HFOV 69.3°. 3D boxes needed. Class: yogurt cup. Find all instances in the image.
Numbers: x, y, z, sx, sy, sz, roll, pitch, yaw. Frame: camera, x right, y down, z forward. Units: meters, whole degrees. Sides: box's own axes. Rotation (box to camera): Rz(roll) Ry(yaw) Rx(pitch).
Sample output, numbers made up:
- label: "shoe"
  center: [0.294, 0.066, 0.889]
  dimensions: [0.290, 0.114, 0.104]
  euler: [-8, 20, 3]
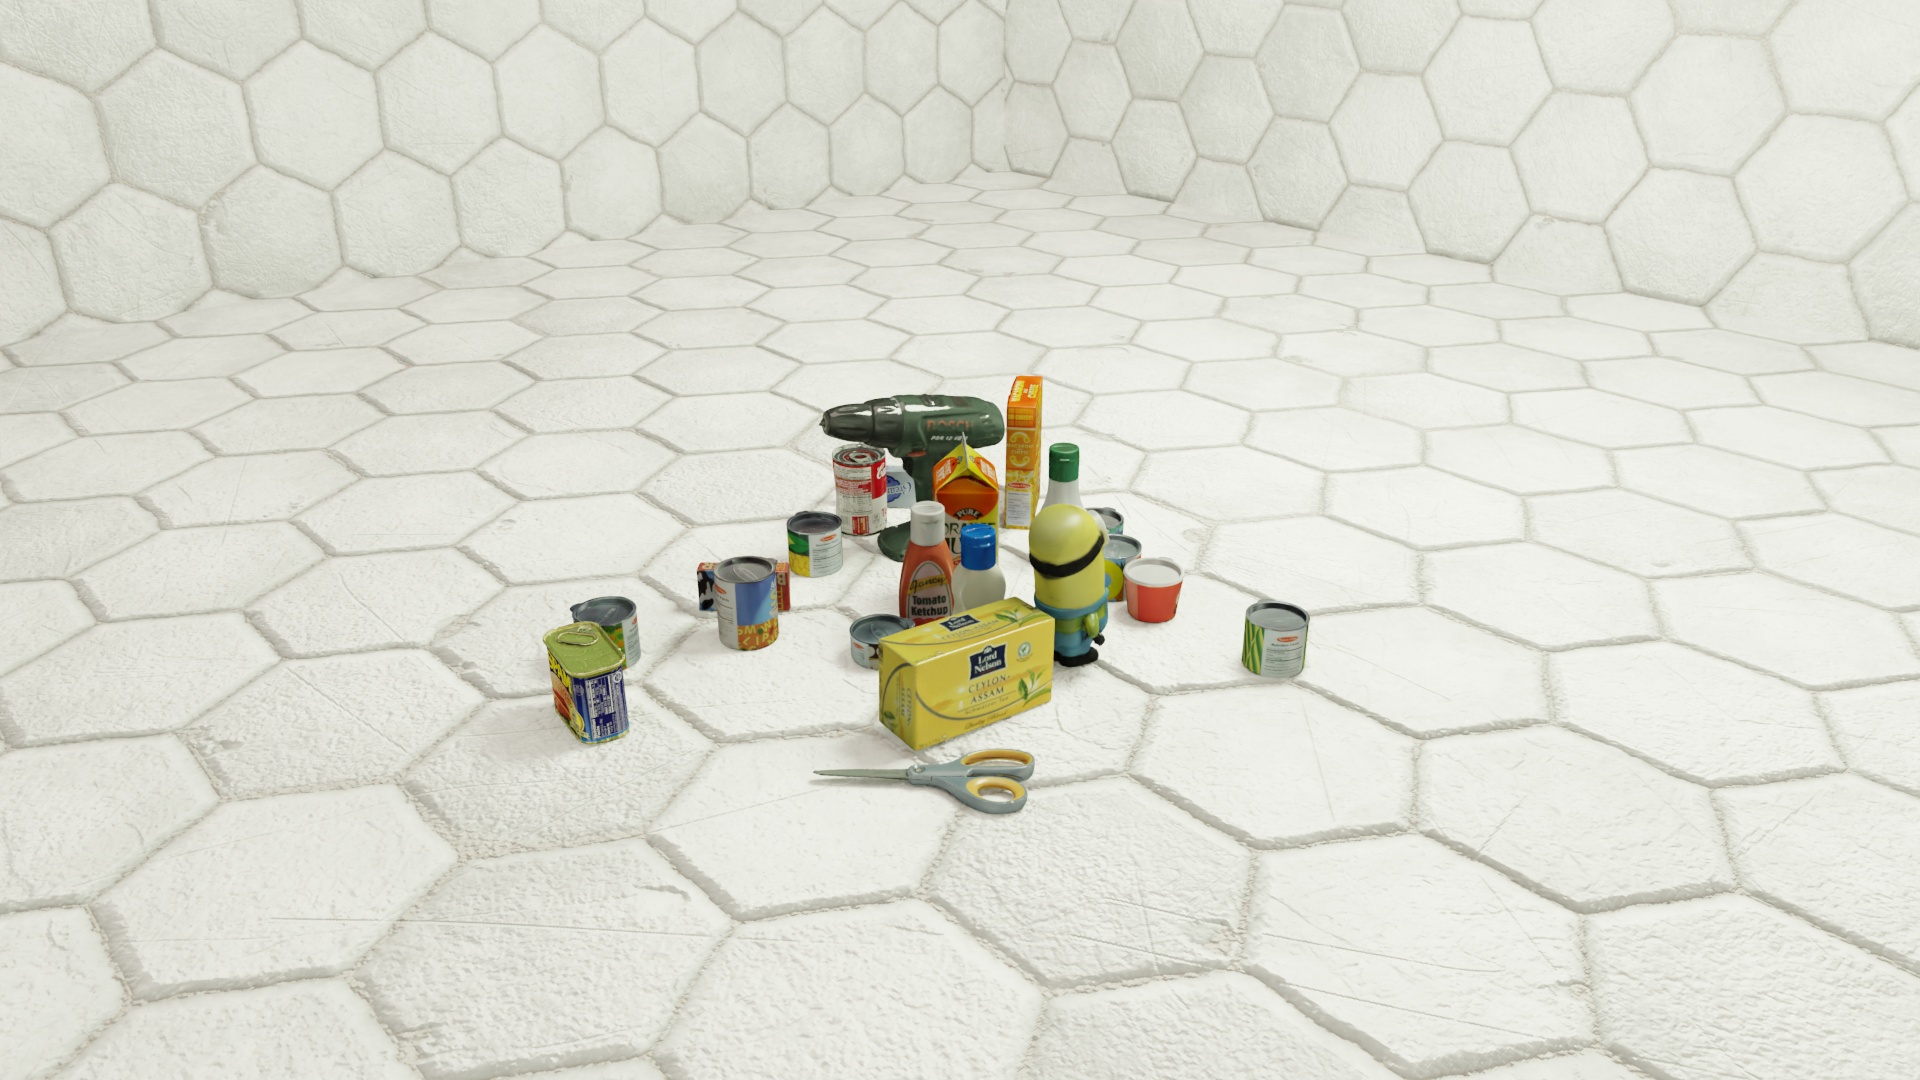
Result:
- label: "yogurt cup"
  center: [0.215, 0.057, 1.555]
  dimensions: [0.072, 0.053, 0.073]
  euler: [0, 25, 0]

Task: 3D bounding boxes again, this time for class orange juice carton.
- label: "orange juice carton"
  center: [0.006, -0.020, 1.555]
  dimensions: [0.073, 0.191, 0.072]
  euler: [-1, 25, -2]

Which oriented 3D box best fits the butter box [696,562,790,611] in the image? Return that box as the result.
- label: "butter box"
  center: [-0.243, 0.052, 1.566]
  dimensions: [0.103, 0.053, 0.024]
  euler: [0, 25, 0]

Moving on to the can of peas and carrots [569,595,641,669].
- label: "can of peas and carrots"
  center: [-0.374, 0.099, 1.461]
  dimensions: [0.071, 0.058, 0.071]
  euler: [0, 25, 0]

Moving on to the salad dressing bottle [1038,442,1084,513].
- label: "salad dressing bottle"
  center: [0.123, -0.043, 1.658]
  dimensions: [0.064, 0.147, 0.044]
  euler: [1, 25, 3]

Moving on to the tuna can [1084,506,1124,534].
- label: "tuna can"
  center: [0.171, -0.015, 1.732]
  dimensions: [0.071, 0.032, 0.071]
  euler: [0, 25, 0]

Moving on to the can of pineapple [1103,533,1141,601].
- label: "can of pineapple"
  center: [0.174, 0.031, 1.606]
  dimensions: [0.071, 0.057, 0.071]
  euler: [0, 25, 0]

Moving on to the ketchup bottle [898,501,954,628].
- label: "ketchup bottle"
  center: [-0.035, 0.031, 1.499]
  dimensions: [0.065, 0.148, 0.044]
  euler: [-2, 25, -4]

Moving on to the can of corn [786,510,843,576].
- label: "can of corn"
  center: [-0.175, 0.003, 1.664]
  dimensions: [0.071, 0.058, 0.071]
  euler: [0, 25, 0]

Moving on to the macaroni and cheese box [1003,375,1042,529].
- label: "macaroni and cheese box"
  center: [0.081, -0.115, 1.788]
  dimensions: [0.040, 0.165, 0.124]
  euler: [3, 25, 7]

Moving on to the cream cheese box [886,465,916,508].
- label: "cream cheese box"
  center: [-0.107, -0.072, 1.829]
  dimensions: [0.104, 0.053, 0.024]
  euler: [2, 25, 4]

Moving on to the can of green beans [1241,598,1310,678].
- label: "can of green beans"
  center: [0.329, 0.103, 1.452]
  dimensions: [0.071, 0.057, 0.071]
  euler: [0, 25, 0]

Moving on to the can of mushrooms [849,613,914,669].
- label: "can of mushrooms"
  center: [-0.082, 0.107, 1.473]
  dimensions: [0.071, 0.033, 0.071]
  euler: [0, 25, 0]

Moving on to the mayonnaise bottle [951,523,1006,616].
- label: "mayonnaise bottle"
  center: [0.019, 0.056, 1.447]
  dimensions: [0.065, 0.147, 0.041]
  euler: [-9, 26, -19]

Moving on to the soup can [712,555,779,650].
- label: "soup can"
  center: [-0.228, 0.067, 1.500]
  dimensions: [0.071, 0.083, 0.071]
  euler: [0, 25, 0]
